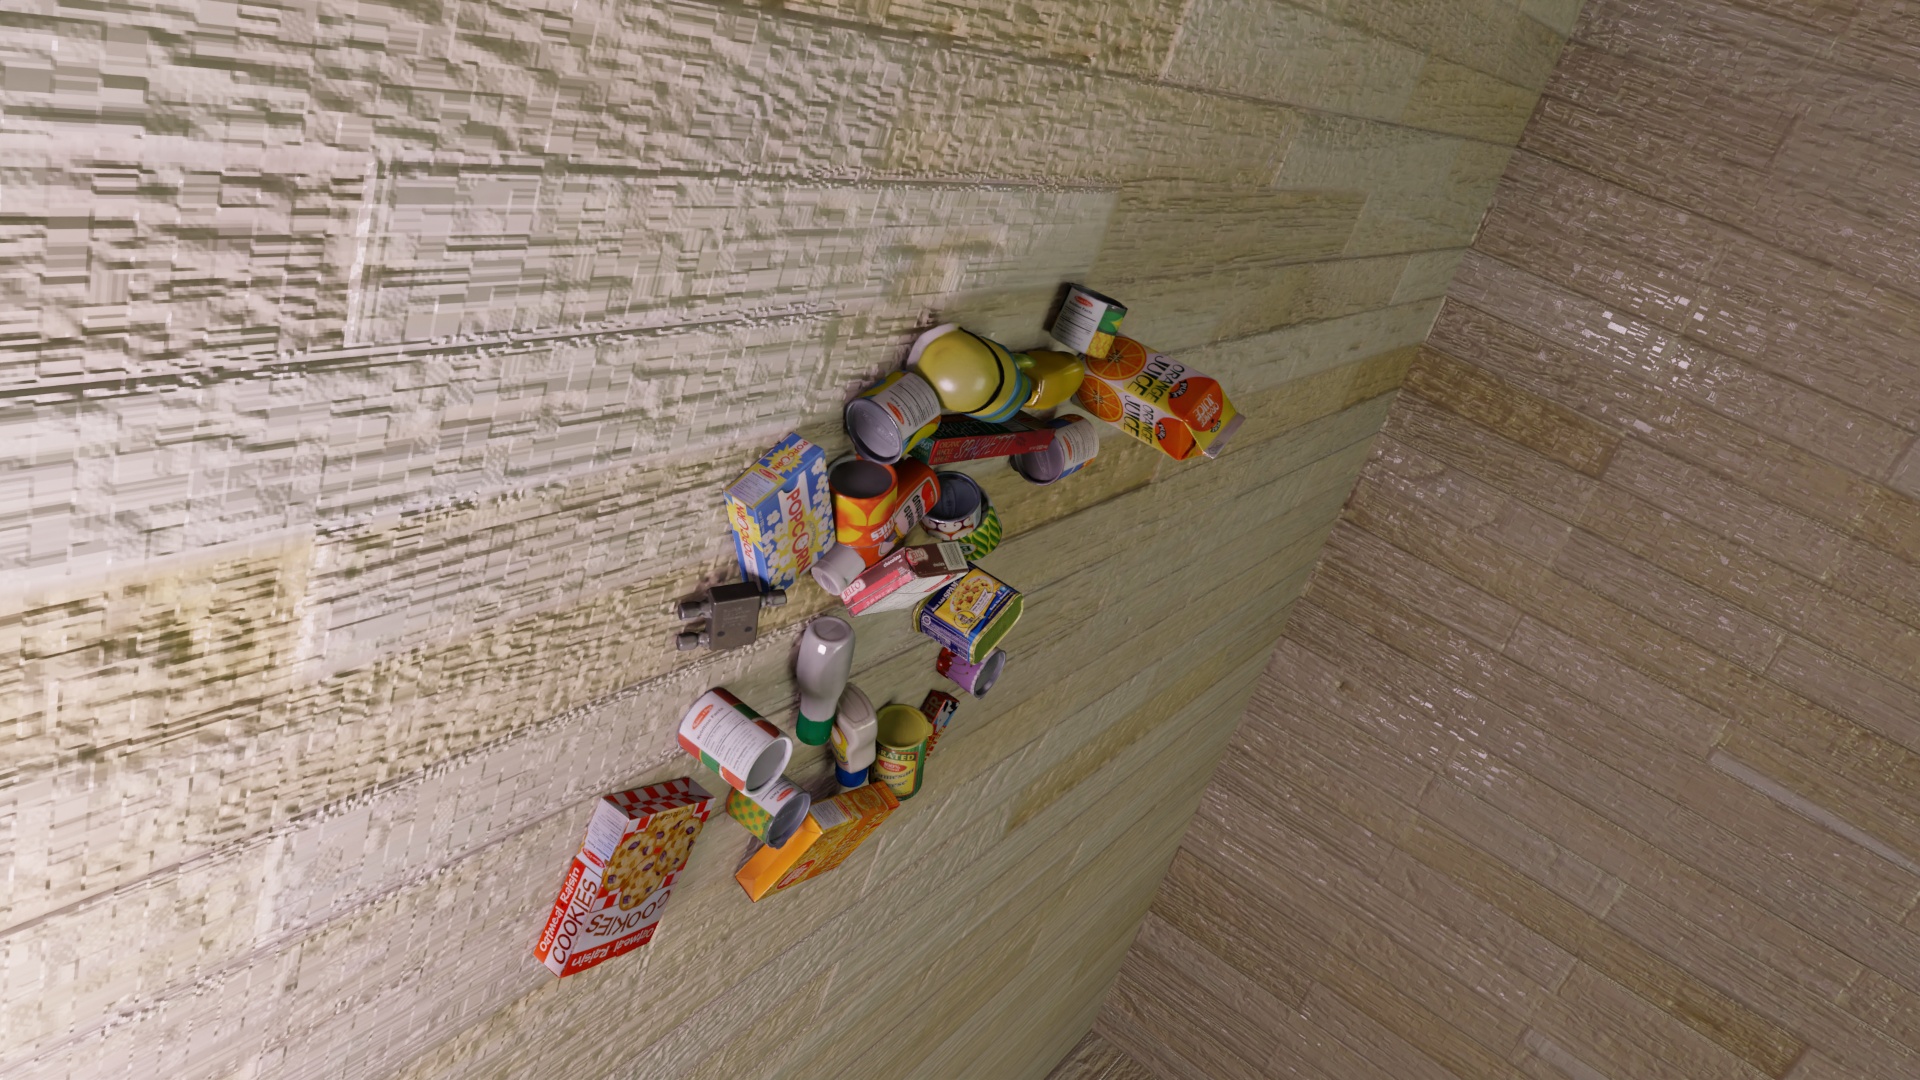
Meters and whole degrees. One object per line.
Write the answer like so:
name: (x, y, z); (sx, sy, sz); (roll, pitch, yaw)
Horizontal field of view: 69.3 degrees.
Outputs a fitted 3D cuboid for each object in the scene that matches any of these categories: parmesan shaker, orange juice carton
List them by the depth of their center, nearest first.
orange juice carton: (0.222, -0.157, 1.563); (0.072, 0.193, 0.072); (-46, 153, -25)
parmesan shaker: (-0.070, 0.248, 1.612); (0.072, 0.071, 0.102); (-40, 150, -38)

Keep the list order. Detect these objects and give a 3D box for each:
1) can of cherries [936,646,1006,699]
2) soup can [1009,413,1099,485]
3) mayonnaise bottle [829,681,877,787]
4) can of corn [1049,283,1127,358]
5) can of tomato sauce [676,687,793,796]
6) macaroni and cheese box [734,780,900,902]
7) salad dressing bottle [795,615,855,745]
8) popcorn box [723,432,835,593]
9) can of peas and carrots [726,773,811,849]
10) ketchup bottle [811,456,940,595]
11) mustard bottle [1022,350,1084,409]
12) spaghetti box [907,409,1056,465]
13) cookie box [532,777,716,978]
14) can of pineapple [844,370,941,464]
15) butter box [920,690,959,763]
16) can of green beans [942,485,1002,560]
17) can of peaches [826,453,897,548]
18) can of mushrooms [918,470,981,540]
can of cherries: (0.012, 0.149, 1.677); (0.072, 0.058, 0.071); (-46, 154, -31)
soup can: (0.106, -0.103, 1.562); (0.084, 0.071, 0.071); (-26, 140, -53)
mayonnaise bottle: (-0.117, 0.216, 1.498); (0.041, 0.065, 0.147); (-25, 147, -23)
can of corn: (0.136, -0.231, 1.464); (0.071, 0.071, 0.058); (-8, 126, -61)
can of tomato sauce: (-0.203, 0.183, 1.259); (0.071, 0.083, 0.070); (-44, 152, -31)
macaroni and cheese box: (-0.156, 0.330, 1.539); (0.123, 0.040, 0.167); (-47, 162, 20)
salad dressing bottle: (-0.139, 0.143, 1.390); (0.064, 0.044, 0.146); (-36, 149, -46)
popcorn box: (-0.151, -0.019, 1.181); (0.085, 0.038, 0.126); (-44, 152, -29)
can of peas and carrots: (-0.195, 0.269, 1.407); (0.071, 0.059, 0.070); (-44, 153, -30)
ketchup bottle: (-0.081, -0.012, 1.323); (0.149, 0.043, 0.064); (-47, 154, -24)
mustard bottle: (0.095, -0.172, 1.460); (0.161, 0.065, 0.048); (-23, 134, -59)
spaghetti box: (0.017, -0.106, 1.397); (0.251, 0.050, 0.028); (-13, 128, -59)
cookie box: (-0.302, 0.303, 1.257); (0.123, 0.040, 0.167); (1, 117, -64)
can of pineapple: (-0.060, -0.108, 1.224); (0.058, 0.071, 0.070); (-40, 150, -38)
butter box: (-0.043, 0.235, 1.712); (0.103, 0.024, 0.053); (-59, 157, 0)
can of green beans: (0.007, -0.020, 1.456); (0.071, 0.071, 0.057); (-53, 155, -14)
can of peaches: (-0.088, -0.035, 1.246); (0.071, 0.071, 0.057); (-39, 148, -38)
can of mushrooms: (-0.014, -0.035, 1.402); (0.071, 0.071, 0.033); (-47, 155, -26)
